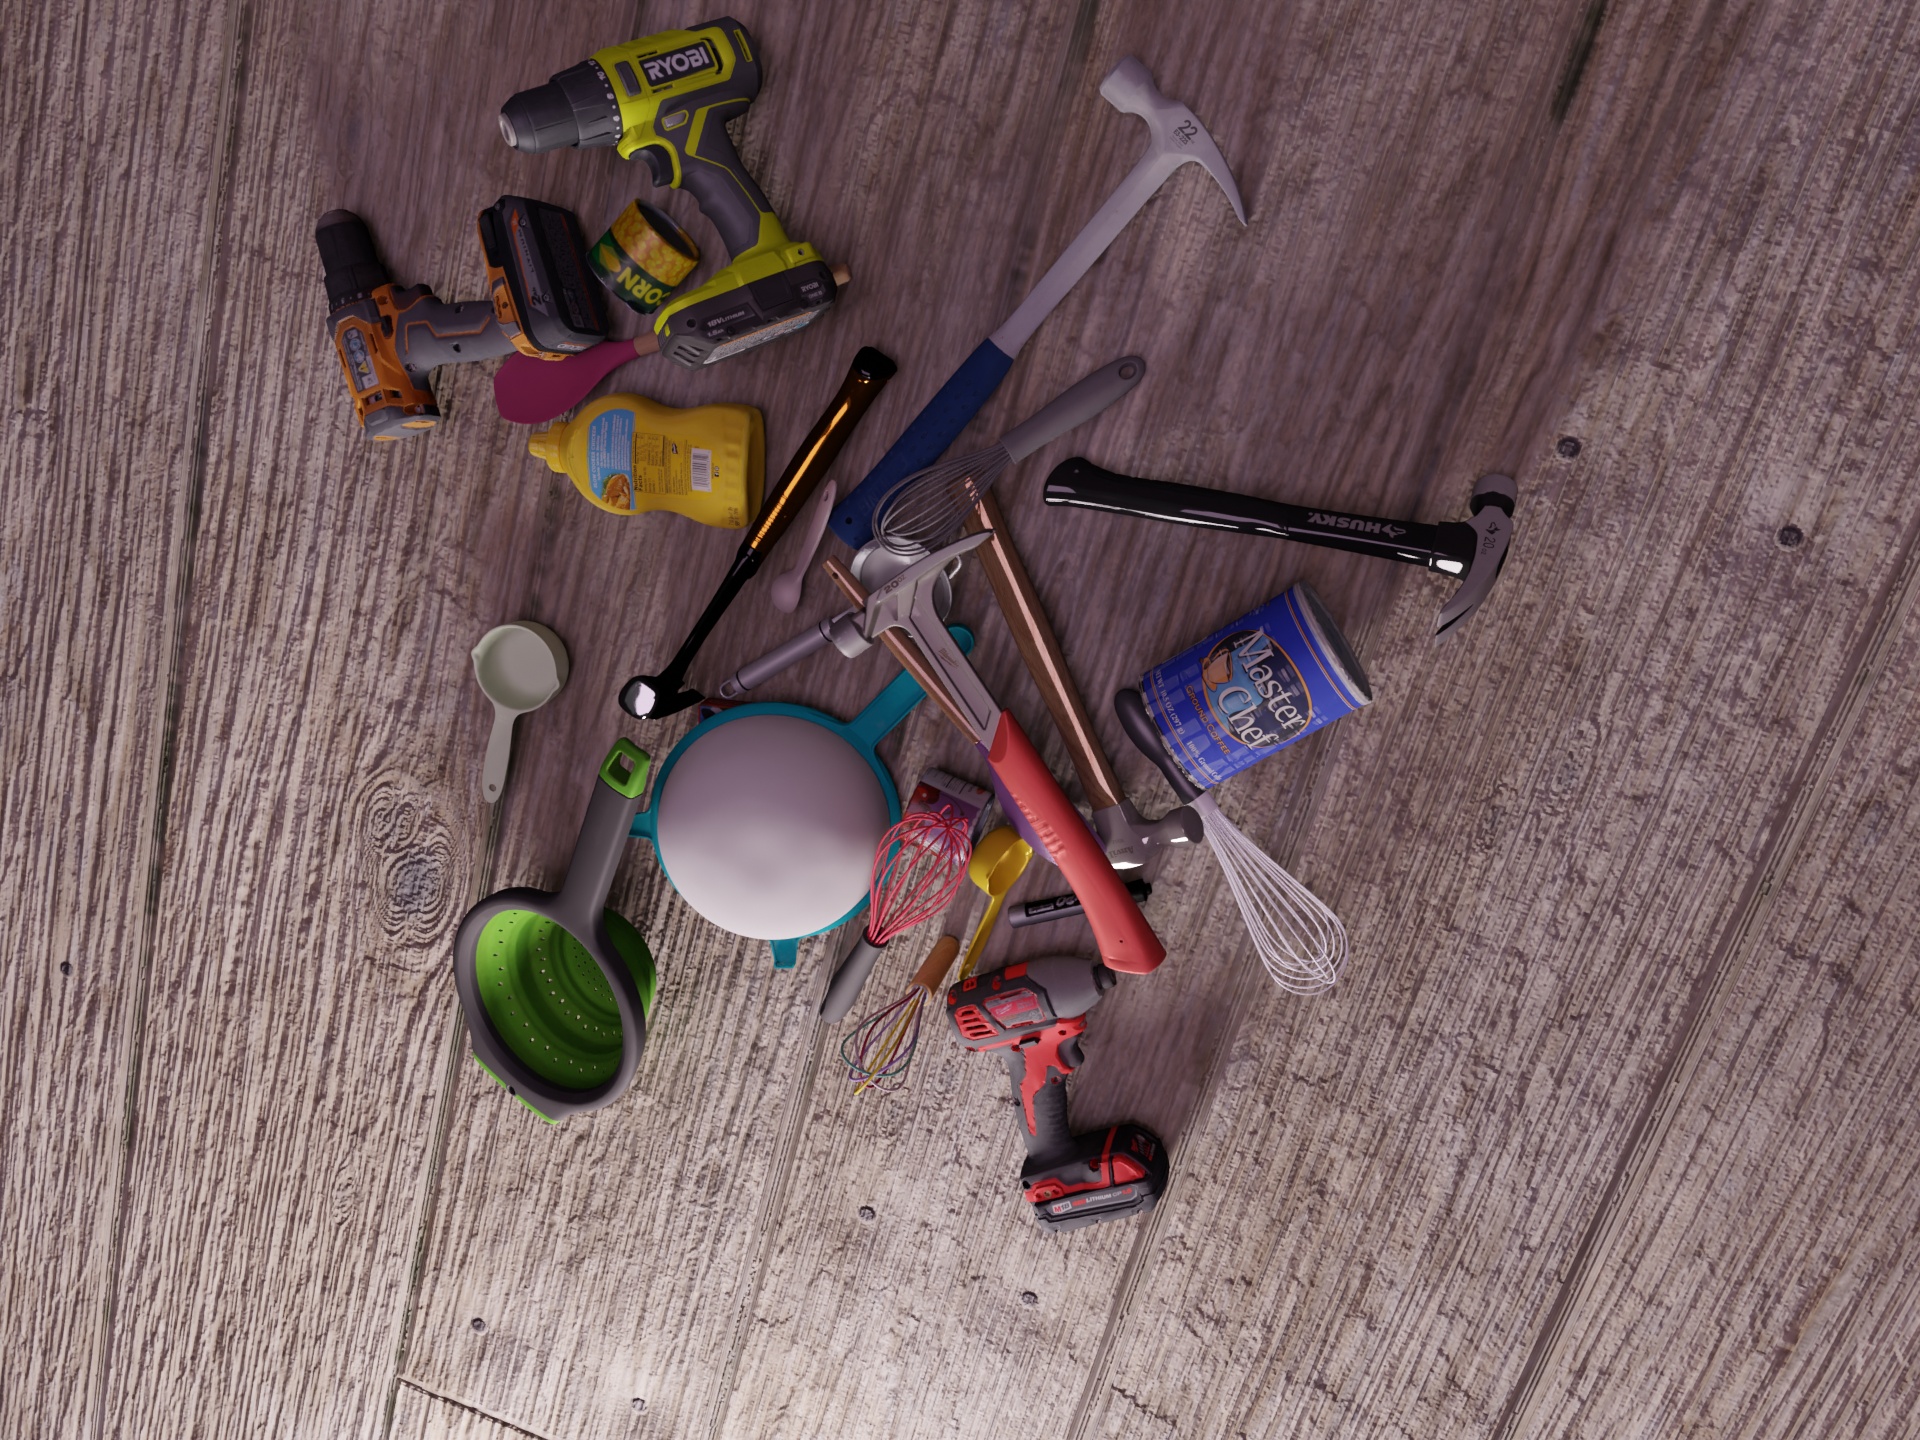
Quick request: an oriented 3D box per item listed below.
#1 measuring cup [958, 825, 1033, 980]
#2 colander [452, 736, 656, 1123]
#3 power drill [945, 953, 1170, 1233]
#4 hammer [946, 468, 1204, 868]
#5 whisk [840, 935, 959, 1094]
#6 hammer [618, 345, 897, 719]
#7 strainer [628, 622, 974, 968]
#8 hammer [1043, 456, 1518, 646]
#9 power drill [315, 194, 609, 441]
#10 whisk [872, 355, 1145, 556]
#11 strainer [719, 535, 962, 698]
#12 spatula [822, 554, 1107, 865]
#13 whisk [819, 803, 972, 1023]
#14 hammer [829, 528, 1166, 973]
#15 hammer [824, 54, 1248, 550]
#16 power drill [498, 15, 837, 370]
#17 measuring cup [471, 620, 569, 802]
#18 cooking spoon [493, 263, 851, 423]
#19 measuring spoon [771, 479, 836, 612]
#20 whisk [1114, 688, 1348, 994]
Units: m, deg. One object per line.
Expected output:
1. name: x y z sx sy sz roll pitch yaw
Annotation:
1. measuring cup: 0.016 0.152 1.315 0.029 0.062 0.156 36 124 25
2. colander: -0.303 0.163 1.336 0.204 0.094 0.397 35 122 16
3. power drill: 0.089 0.301 1.320 0.143 0.078 0.219 -20 97 17
4. hammer: 0.068 -0.038 1.239 0.130 0.031 0.331 -22 94 38
5. whisk: -0.041 0.224 1.237 0.051 0.245 0.047 11 107 11
6. hammer: -0.152 -0.145 1.254 0.034 0.127 0.337 36 100 4
7. strainer: -0.112 0.054 1.275 0.211 0.095 0.340 43 105 -11
8. hammer: 0.221 -0.142 1.152 0.335 0.146 0.035 12 144 18
9. power drill: -0.408 -0.342 1.261 0.226 0.084 0.185 -16 92 22
10. whisk: 0.038 -0.199 1.185 0.239 0.055 0.055 -34 95 2
11. strainer: -0.098 -0.079 1.278 0.258 0.050 0.086 -28 105 25
12. spatula: -0.002 -0.004 1.242 0.059 0.018 0.316 -37 96 36
13. whisk: -0.062 0.164 1.286 0.073 0.073 0.295 33 133 3
14. hammer: 0.057 0.035 1.212 0.149 0.037 0.359 -32 96 15
15. hammer: 0.042 -0.283 1.189 0.144 0.035 0.405 43 110 0
16. power drill: -0.206 -0.379 1.152 0.190 0.080 0.228 -26 95 -21
17. measuring cup: -0.383 -0.008 1.369 0.083 0.038 0.167 20 111 8
18. cooking spoon: -0.233 -0.303 1.259 0.319 0.017 0.069 -15 82 17
19. measuring spoon: -0.126 -0.139 1.260 0.018 0.034 0.124 7 126 -30
20. whisk: 0.206 0.093 1.244 0.070 0.070 0.284 -36 89 20
